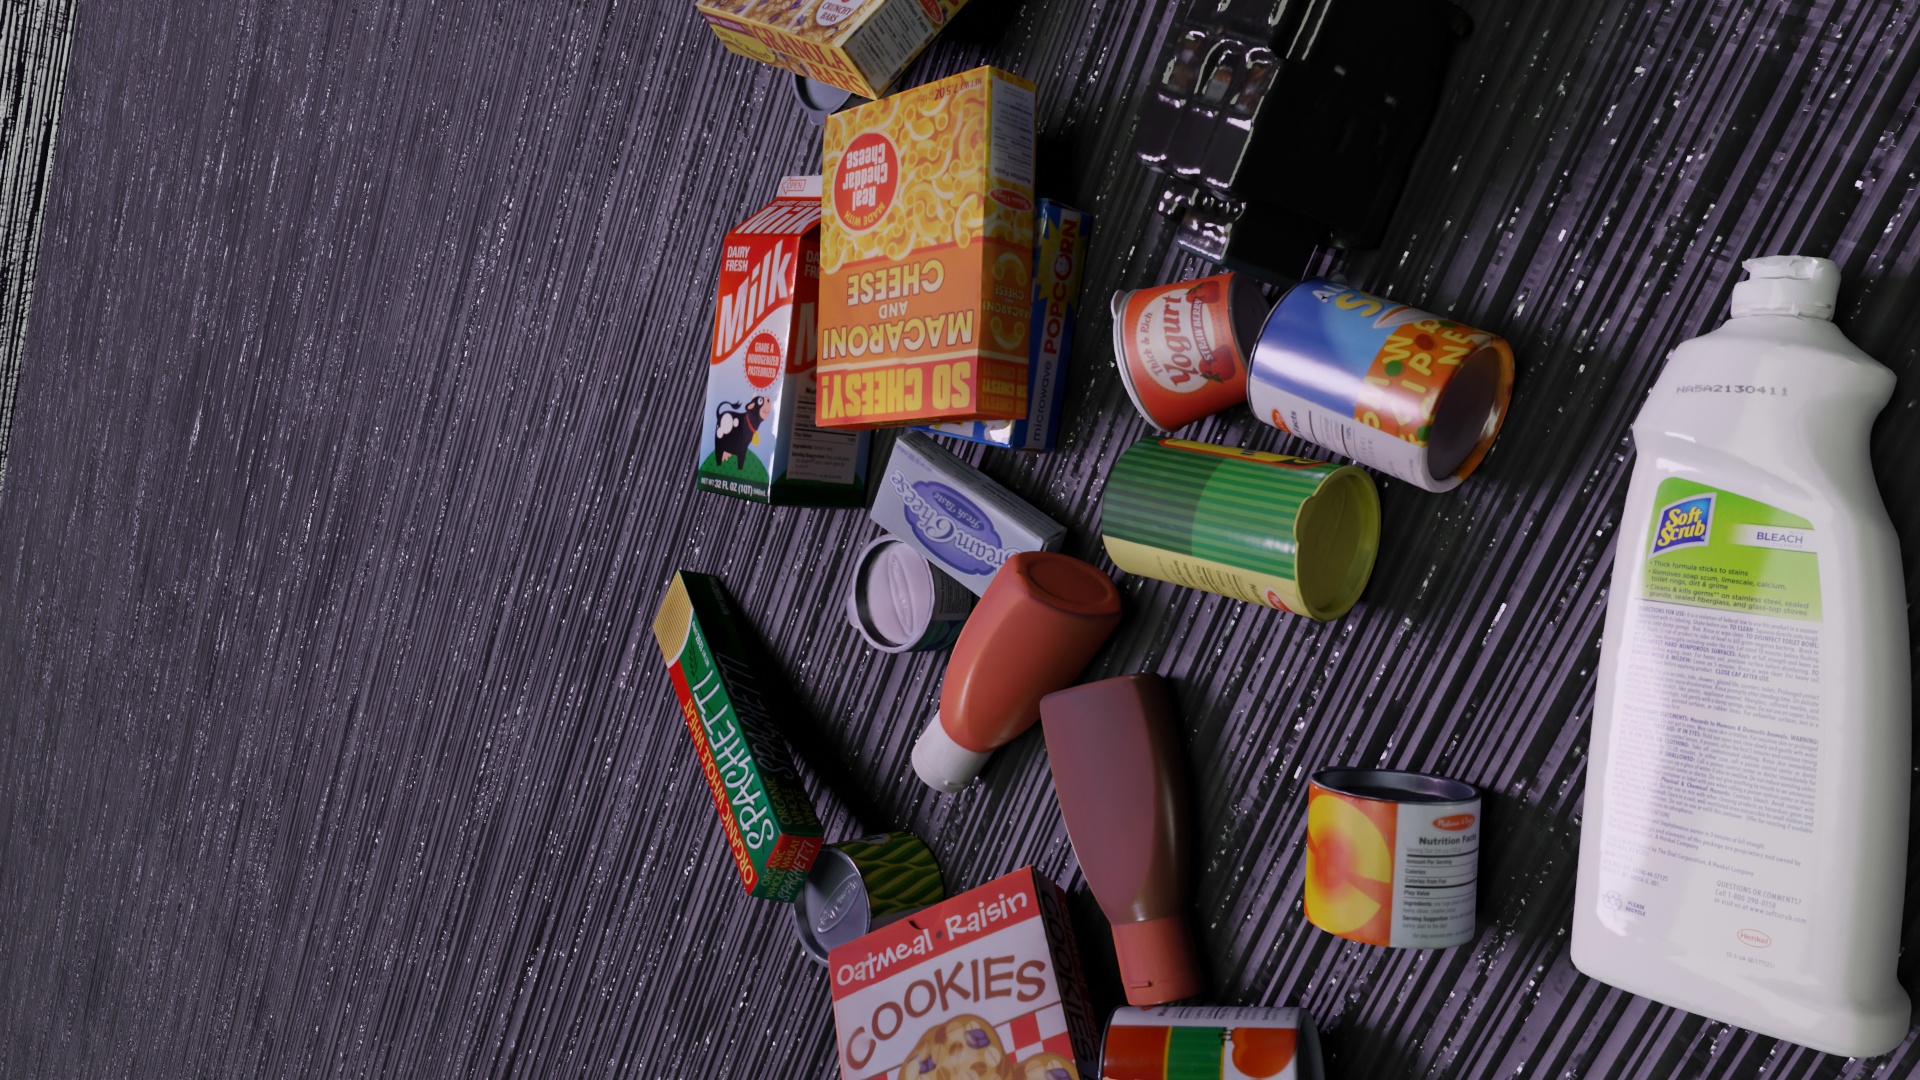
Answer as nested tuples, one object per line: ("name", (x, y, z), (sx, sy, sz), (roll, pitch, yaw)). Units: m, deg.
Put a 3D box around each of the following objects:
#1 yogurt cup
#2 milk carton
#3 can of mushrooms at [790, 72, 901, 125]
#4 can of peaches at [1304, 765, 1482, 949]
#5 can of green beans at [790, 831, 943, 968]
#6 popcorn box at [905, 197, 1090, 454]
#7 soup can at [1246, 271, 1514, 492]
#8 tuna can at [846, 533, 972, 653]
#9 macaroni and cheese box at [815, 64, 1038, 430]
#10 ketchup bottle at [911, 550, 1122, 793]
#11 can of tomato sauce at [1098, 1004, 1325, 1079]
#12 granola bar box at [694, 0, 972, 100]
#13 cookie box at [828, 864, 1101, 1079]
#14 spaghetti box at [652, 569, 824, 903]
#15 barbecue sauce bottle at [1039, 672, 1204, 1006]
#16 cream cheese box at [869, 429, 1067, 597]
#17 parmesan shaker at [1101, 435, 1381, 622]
("yogurt cup", (0.109, -0.087, 0.625), (0.054, 0.072, 0.072), (-14, 79, 34))
("milk carton", (-0.095, -0.117, 0.810), (0.072, 0.073, 0.190), (12, 97, 43))
("can of mushrooms", (-0.067, -0.277, 0.818), (0.071, 0.033, 0.071), (-2, 87, 43))
("can of peaches", (0.171, 0.125, 0.557), (0.071, 0.071, 0.058), (3, 92, 43))
("can of green beans", (-0.051, 0.197, 0.768), (0.071, 0.058, 0.071), (-1, 88, 43))
("popcorn box", (0.016, -0.114, 0.730), (0.085, 0.038, 0.126), (15, 99, 44))
("soup can", (0.171, -0.067, 0.564), (0.084, 0.071, 0.071), (30, 109, 39))
("tuna can", (-0.029, 0.030, 0.770), (0.071, 0.033, 0.071), (-2, 87, 43))
("macaroni and cheese box", (-0.019, -0.142, 0.708), (0.123, 0.040, 0.166), (0, 88, 45))
("ketchup bottle", (0.021, 0.071, 0.705), (0.148, 0.065, 0.044), (-59, 31, 35))
("can of tomato sauce", (0.109, 0.236, 0.594), (0.083, 0.071, 0.071), (-8, 83, 23))
("granola bar box", (-0.057, -0.309, 0.756), (0.124, 0.039, 0.166), (-48, 44, -6))
("cookie box", (0.006, 0.254, 0.656), (0.123, 0.040, 0.168), (-27, 47, 15))
("spaghetti box", (-0.137, 0.107, 0.829), (0.050, 0.029, 0.251), (-63, 36, 23))
("barbecue sauce bottle", (0.081, 0.140, 0.656), (0.064, 0.044, 0.148), (-20, 75, 38))
("cream cheese box", (0.003, -0.009, 0.723), (0.104, 0.024, 0.053), (35, 127, 22))
("parmesan shaker", (0.119, -0.009, 0.606), (0.103, 0.071, 0.071), (15, 99, 43))
